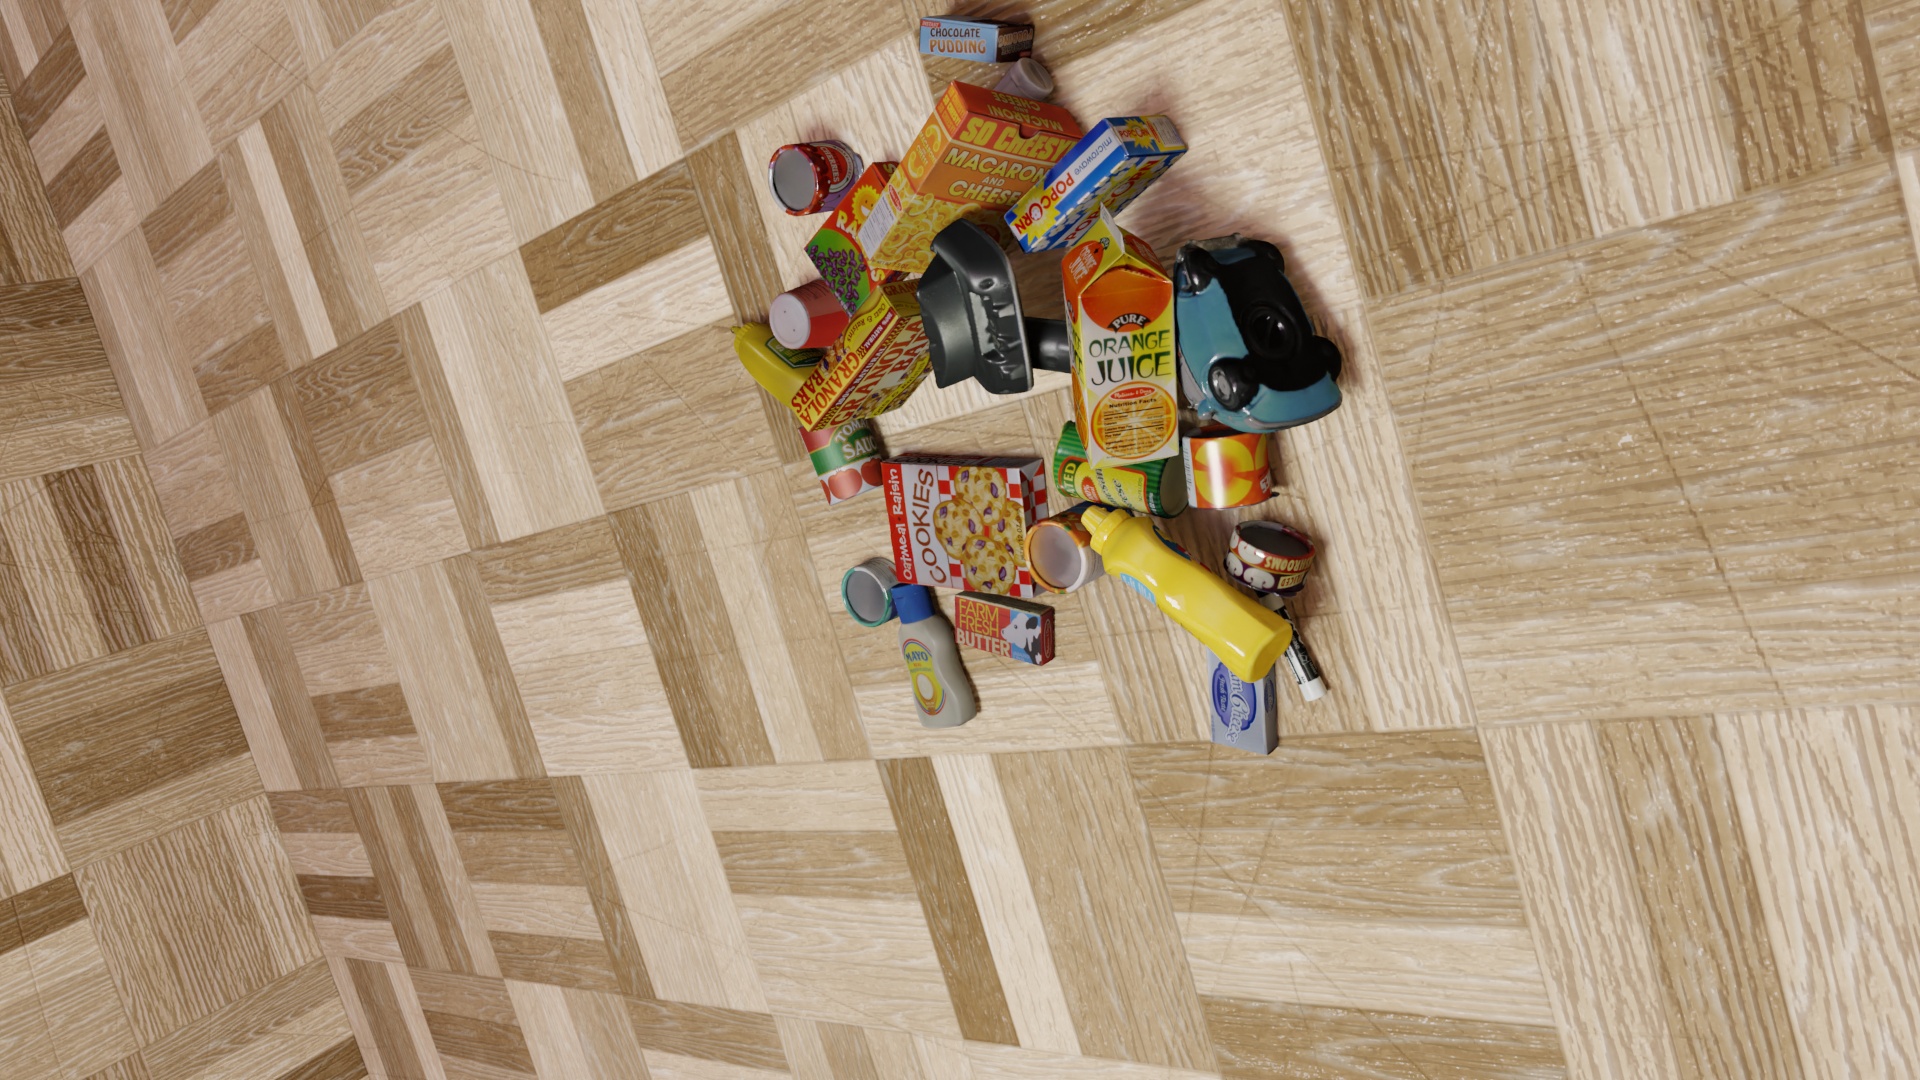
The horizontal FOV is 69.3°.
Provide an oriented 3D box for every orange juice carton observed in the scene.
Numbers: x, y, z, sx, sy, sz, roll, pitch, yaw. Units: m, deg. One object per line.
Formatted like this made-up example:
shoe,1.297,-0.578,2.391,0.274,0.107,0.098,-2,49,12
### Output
orange juice carton,0.122,-0.158,1.068,0.073,0.072,0.191,-9,123,-1

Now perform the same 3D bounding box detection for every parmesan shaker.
parmesan shaker,0.136,-0.061,1.155,0.103,0.071,0.071,15,115,36

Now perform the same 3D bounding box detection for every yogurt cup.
yogurt cup,-0.148,-0.217,1.348,0.072,0.054,0.072,15,115,35

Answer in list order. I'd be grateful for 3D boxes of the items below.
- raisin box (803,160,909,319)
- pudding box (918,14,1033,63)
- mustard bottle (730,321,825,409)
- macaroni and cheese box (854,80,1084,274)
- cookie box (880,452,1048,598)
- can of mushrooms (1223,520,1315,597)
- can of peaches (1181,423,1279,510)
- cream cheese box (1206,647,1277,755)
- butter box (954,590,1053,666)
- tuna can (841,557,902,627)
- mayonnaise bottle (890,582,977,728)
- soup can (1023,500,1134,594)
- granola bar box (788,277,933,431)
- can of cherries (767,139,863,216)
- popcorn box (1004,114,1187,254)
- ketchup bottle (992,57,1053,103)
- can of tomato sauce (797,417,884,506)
raisin box,-0.081,-0.277,1.280,0.123,0.040,0.086,-40,78,41
pudding box,0.012,-0.414,1.145,0.084,0.050,0.030,21,120,33
mustard bottle,-0.182,-0.180,1.385,0.160,0.065,0.048,36,130,30
macaroni and cheese box,0.007,-0.289,1.142,0.165,0.124,0.040,-49,54,40
cookie box,0.005,-0.016,1.301,0.167,0.040,0.122,5,109,39
can of mushrooms,0.244,0.014,1.091,0.071,0.071,0.033,28,120,30
can of peaches,0.212,-0.060,1.095,0.071,0.071,0.058,1,106,40
cream cheese box,0.236,0.126,1.168,0.053,0.024,0.103,7,110,38
butter box,0.041,0.081,1.317,0.103,0.024,0.053,12,112,37
tuna can,-0.088,0.055,1.411,0.071,0.033,0.070,15,114,36
mayonnaise bottle,-0.031,0.112,1.377,0.064,0.041,0.148,-11,99,44
soup can,0.102,0.002,1.197,0.071,0.084,0.071,16,115,36
granola bar box,-0.064,-0.169,1.247,0.039,0.125,0.164,56,132,12
can of cherries,-0.135,-0.338,1.290,0.071,0.058,0.071,16,115,36
popcorn box,0.105,-0.280,1.090,0.126,0.085,0.038,-37,80,42
ketchup bottle,0.018,-0.341,1.170,0.148,0.044,0.065,-40,75,41
can of tomato sauce,-0.112,-0.084,1.358,0.071,0.071,0.083,-19,94,43
